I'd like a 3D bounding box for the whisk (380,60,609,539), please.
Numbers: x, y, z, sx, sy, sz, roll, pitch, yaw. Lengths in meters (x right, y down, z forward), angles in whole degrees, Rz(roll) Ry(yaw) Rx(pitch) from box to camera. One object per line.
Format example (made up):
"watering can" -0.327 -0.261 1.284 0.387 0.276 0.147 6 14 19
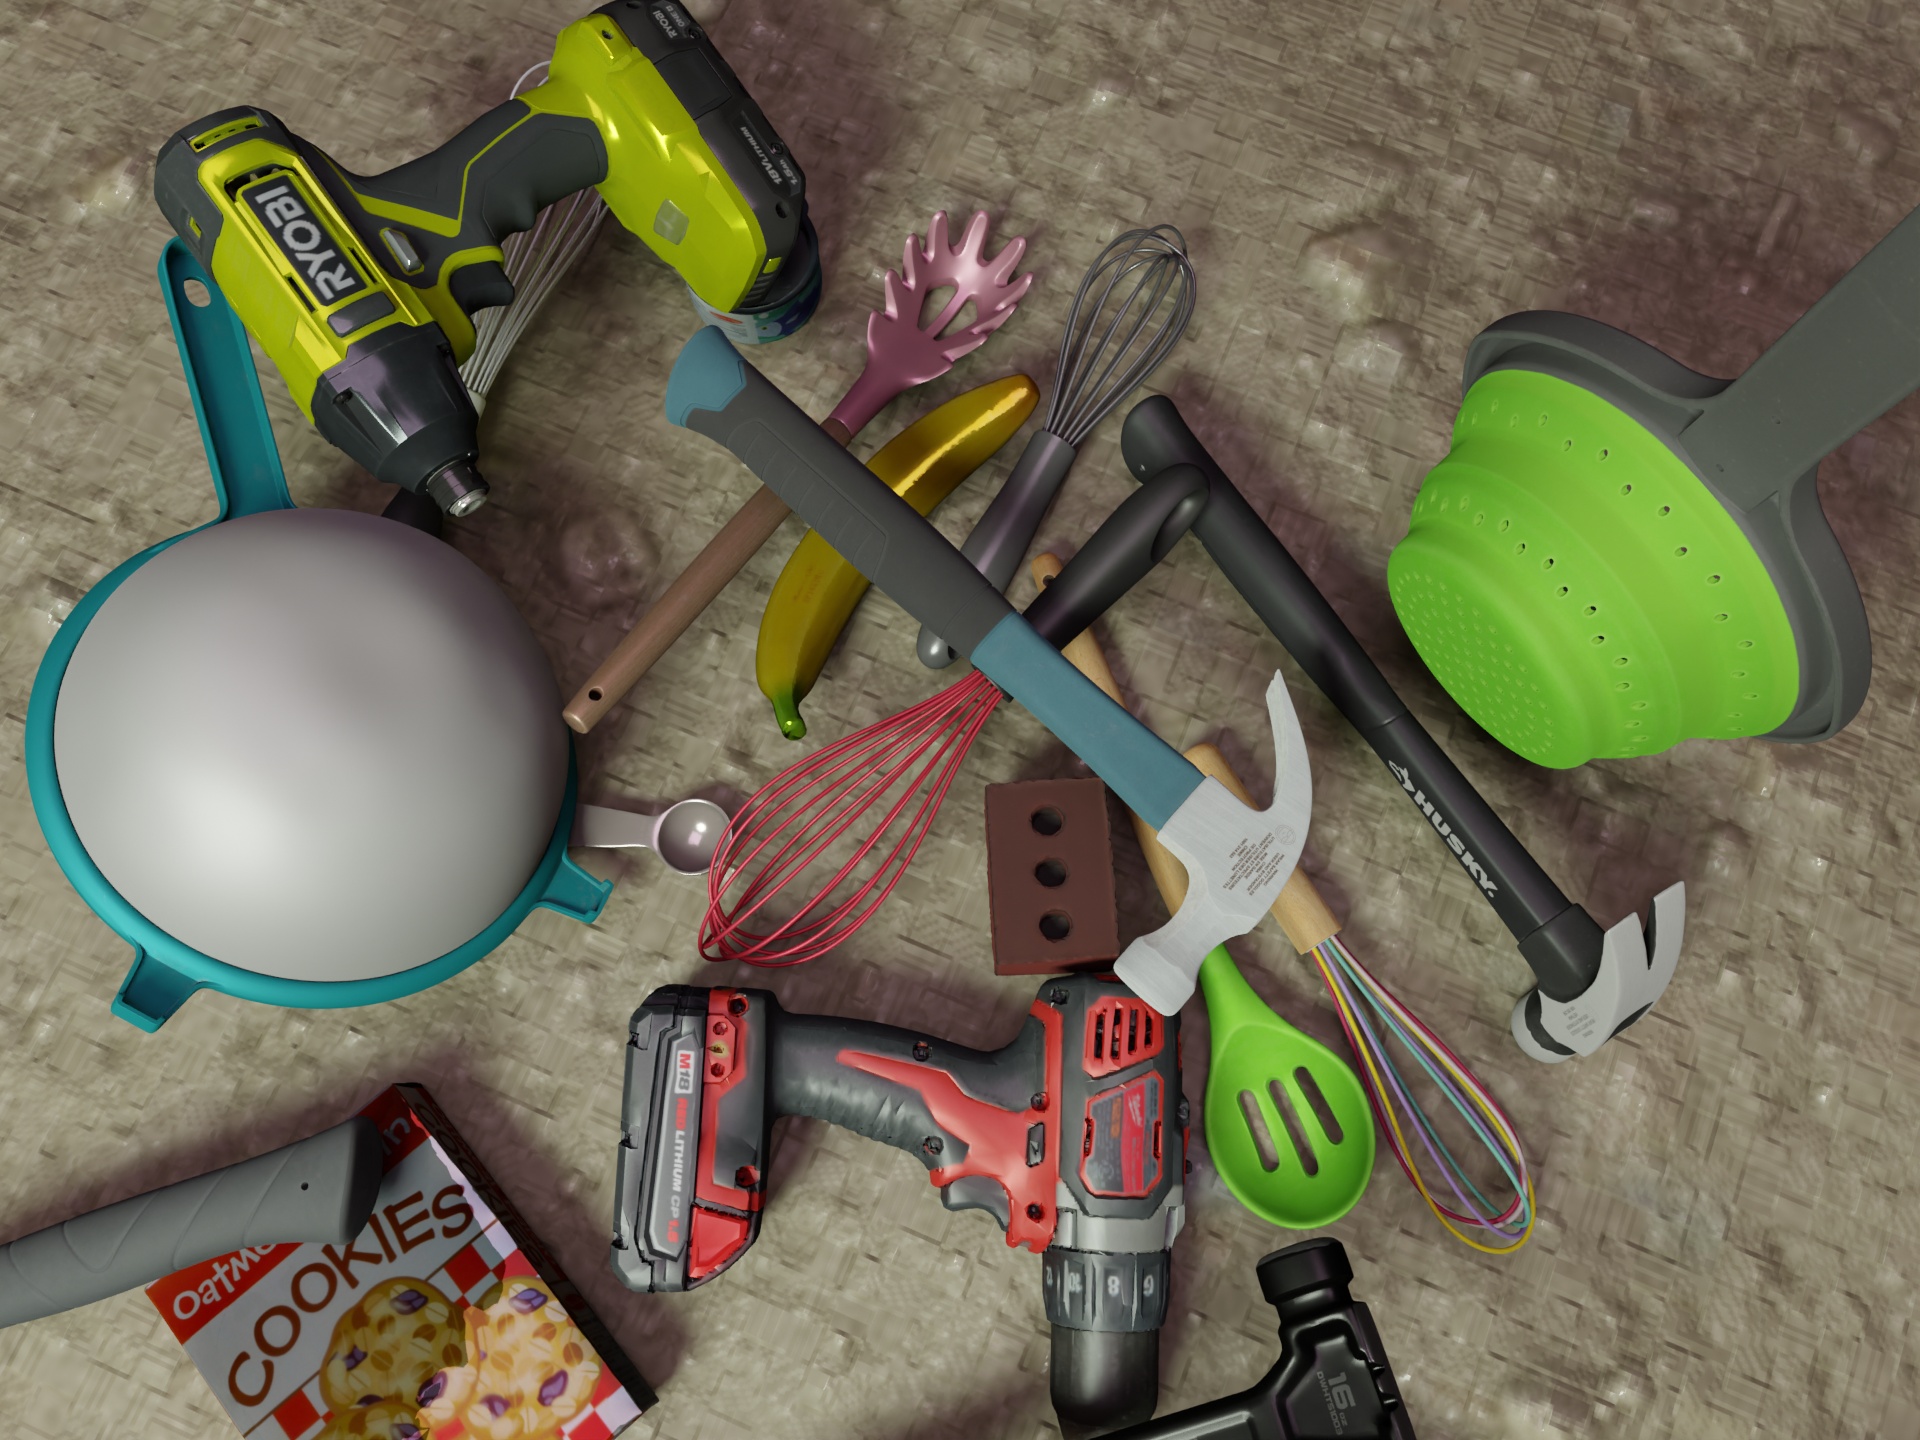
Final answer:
"whisk" -0.223 -0.175 0.738 0.070 0.070 0.285 18 81 4

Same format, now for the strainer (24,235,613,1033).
"strainer" -0.257 -0.062 0.626 0.211 0.095 0.340 -11 76 -39

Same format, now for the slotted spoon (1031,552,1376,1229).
"slotted spoon" 0.095 0.065 0.694 0.070 0.031 0.314 -26 74 15

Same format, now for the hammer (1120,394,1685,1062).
"hammer" 0.172 -0.011 0.673 0.035 0.146 0.335 -31 70 -11

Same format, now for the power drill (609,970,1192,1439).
"power drill" -0.020 0.193 0.638 0.226 0.080 0.188 3 80 -4

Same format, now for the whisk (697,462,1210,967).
"whisk" -0.001 -0.002 0.673 0.296 0.073 0.073 -45 80 -2

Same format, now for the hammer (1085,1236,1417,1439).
"hammer" 0.000 0.298 0.573 0.337 0.034 0.127 -23 62 14

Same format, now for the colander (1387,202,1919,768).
"colander" 0.231 -0.064 0.542 0.094 0.397 0.204 -36 79 -3

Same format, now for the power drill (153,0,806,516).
"power drill" -0.182 -0.196 0.657 0.223 0.080 0.171 -36 91 -27

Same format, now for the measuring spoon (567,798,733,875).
"measuring spoon" -0.160 0.049 0.706 0.124 0.018 0.034 5 74 8

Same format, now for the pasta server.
"pasta server" -0.068 -0.115 0.700 0.060 0.040 0.316 36 64 3

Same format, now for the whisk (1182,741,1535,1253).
"whisk" 0.164 0.114 0.676 0.047 0.051 0.245 -32 75 -2

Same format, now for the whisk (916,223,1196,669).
"whisk" 0.043 -0.127 0.734 0.055 0.055 0.239 28 81 6

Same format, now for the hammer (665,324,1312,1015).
"hammer" 0.002 -0.042 0.638 0.331 0.033 0.128 42 83 11

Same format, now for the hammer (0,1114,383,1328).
"hammer" -0.417 0.230 0.618 0.409 0.036 0.149 -19 75 3
